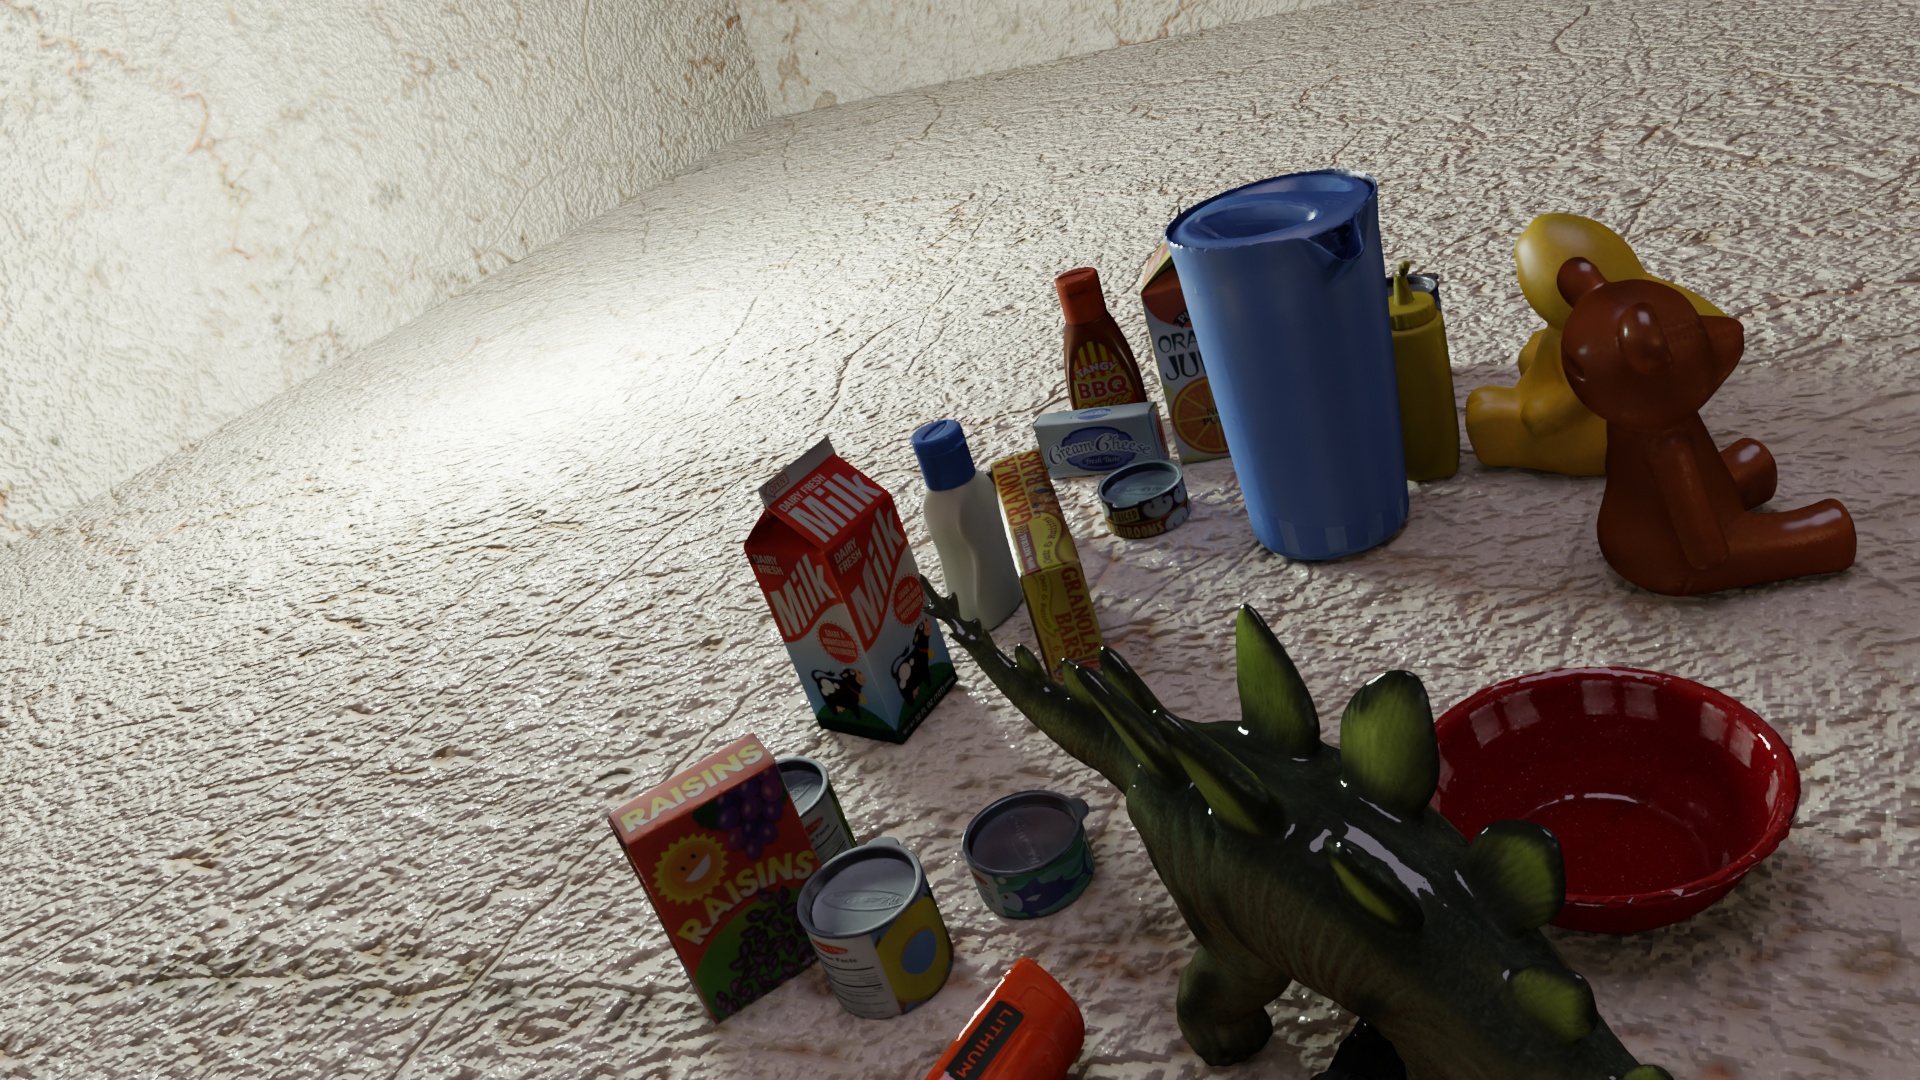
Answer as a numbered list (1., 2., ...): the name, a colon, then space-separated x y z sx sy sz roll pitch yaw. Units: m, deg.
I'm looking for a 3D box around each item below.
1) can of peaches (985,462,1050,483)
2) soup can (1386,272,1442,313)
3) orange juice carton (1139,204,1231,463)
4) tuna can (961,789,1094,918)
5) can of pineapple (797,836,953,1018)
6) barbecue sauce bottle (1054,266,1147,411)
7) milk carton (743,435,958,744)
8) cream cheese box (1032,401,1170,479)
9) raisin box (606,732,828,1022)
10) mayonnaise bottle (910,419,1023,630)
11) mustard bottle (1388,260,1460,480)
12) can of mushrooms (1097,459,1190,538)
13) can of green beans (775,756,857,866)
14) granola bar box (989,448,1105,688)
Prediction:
1. can of peaches: 0.045 -0.020 1.061 0.071 0.057 0.071 -14 27 8
2. soup can: 0.356 -0.163 1.112 0.071 0.083 0.072 -15 27 8
3. orange juice carton: 0.191 -0.164 1.096 0.073 0.192 0.072 -9 28 18
4. tuna can: 0.039 0.166 0.740 0.071 0.032 0.071 -14 27 8
5. can of pineapple: -0.041 0.196 0.705 0.071 0.057 0.071 -14 27 8
6. barbecue sauce bottle: 0.116 -0.157 1.177 0.065 0.148 0.044 -11 27 15
7. milk carton: -0.075 0.031 0.891 0.073 0.189 0.073 4 34 37
8. cream cheese box: 0.115 -0.081 1.140 0.104 0.053 0.024 -4 30 26
9. raisin box: -0.117 0.174 0.720 0.086 0.123 0.040 -28 28 -19
10. mayonnaise bottle: 0.003 -0.012 0.973 0.041 0.147 0.065 2 33 36
11. mustard bottle: 0.317 -0.122 0.972 0.049 0.159 0.065 -9 28 18
12. can of mushrooms: 0.138 -0.030 1.051 0.071 0.033 0.071 -14 27 8
13. can of green beans: -0.098 0.167 0.795 0.071 0.057 0.071 -14 27 8
14. granola bar box: 0.060 0.031 0.882 0.039 0.123 0.166 -17 26 3
